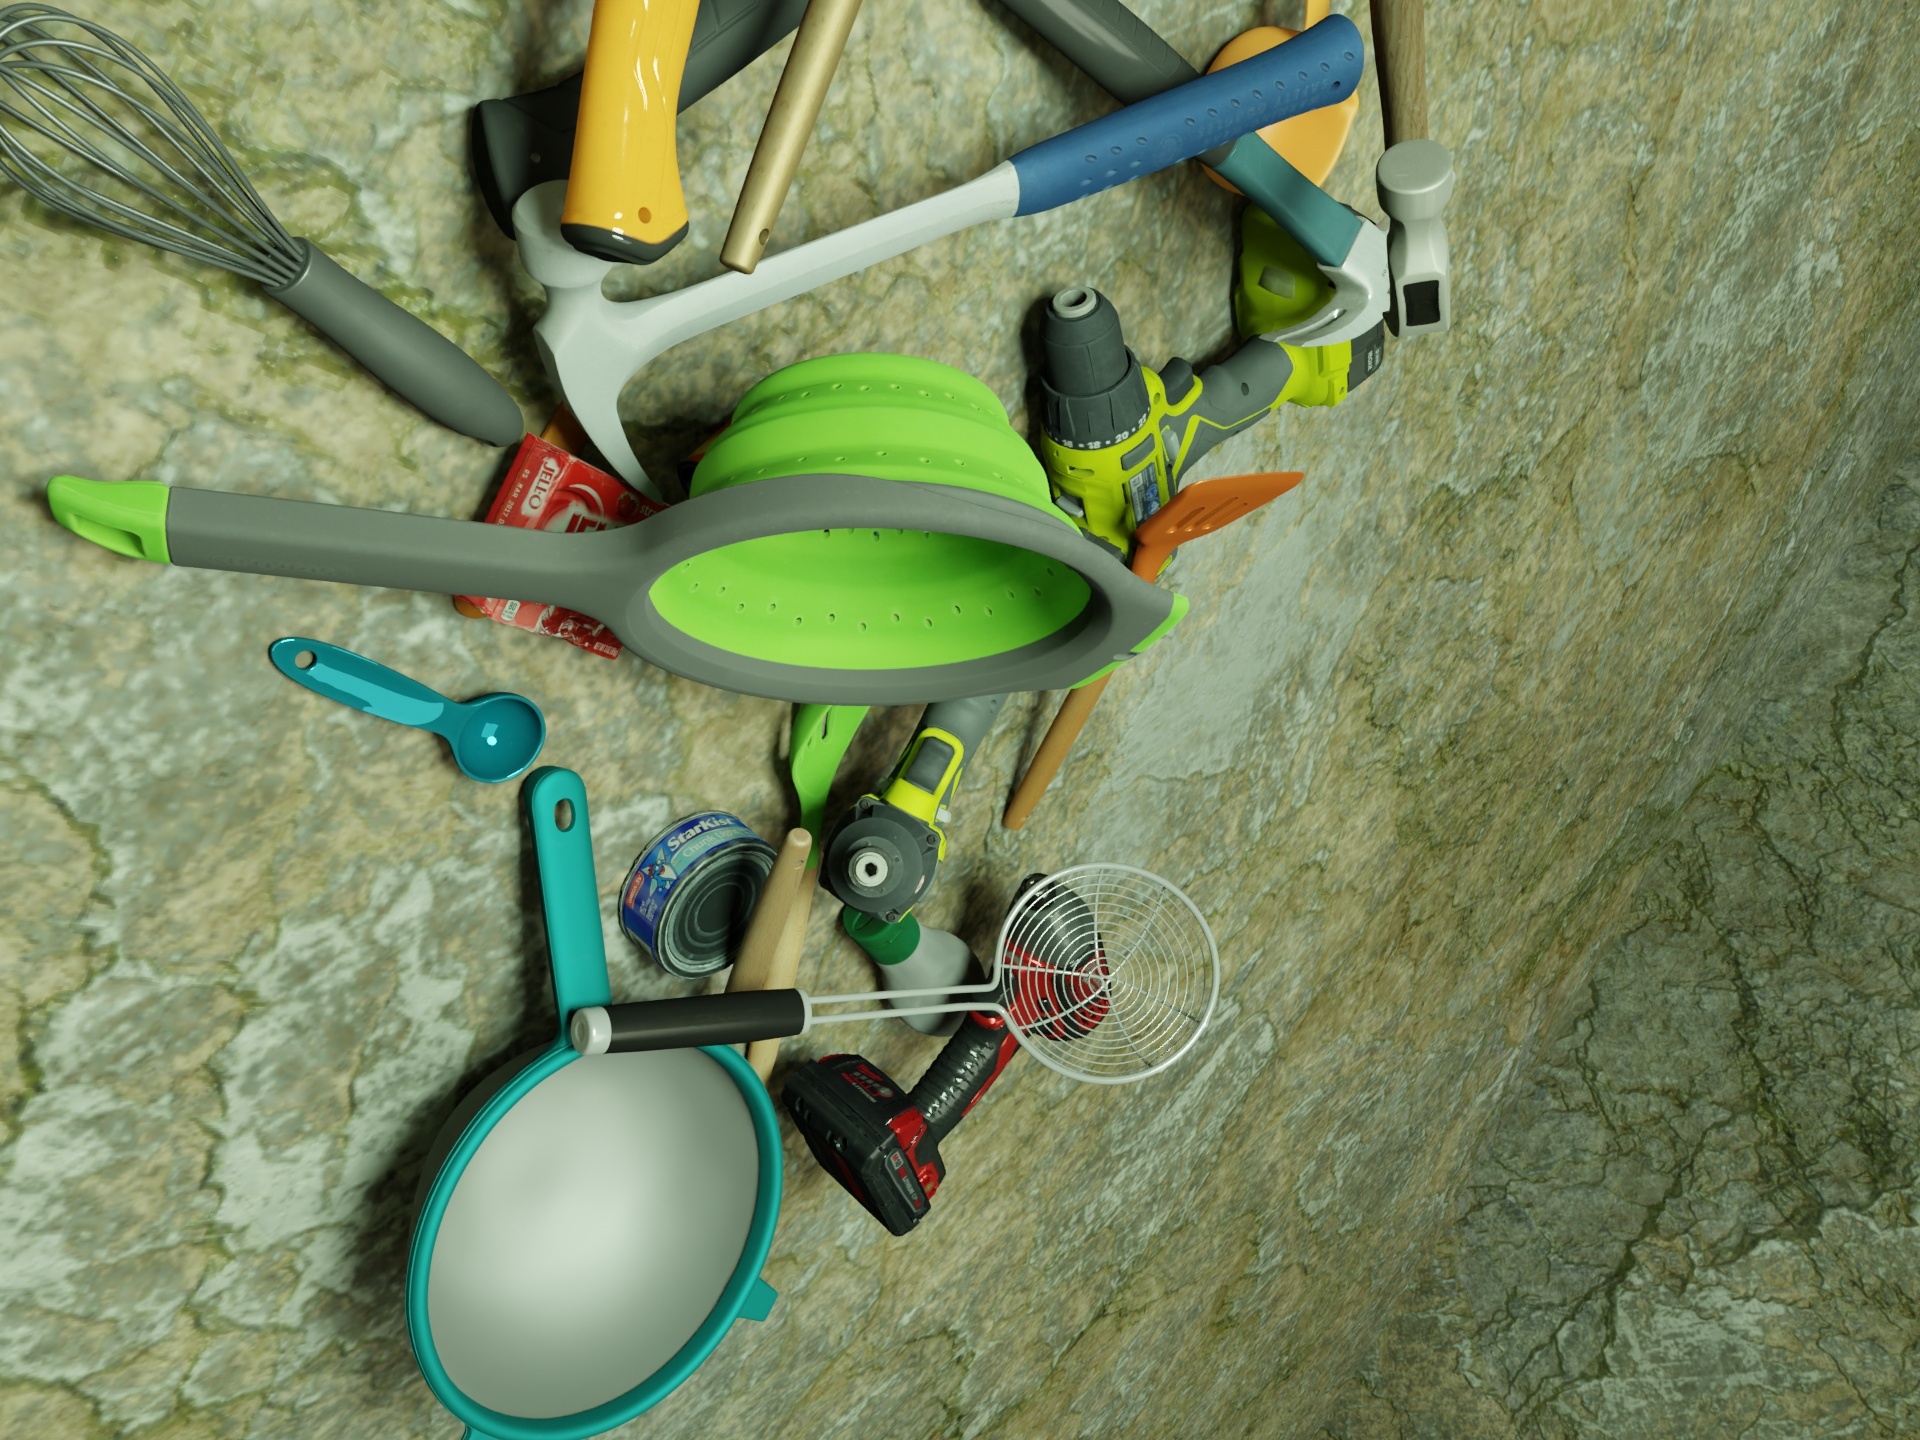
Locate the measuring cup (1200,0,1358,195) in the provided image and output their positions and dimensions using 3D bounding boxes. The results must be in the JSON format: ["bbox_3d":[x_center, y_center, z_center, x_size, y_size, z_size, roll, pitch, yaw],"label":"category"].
[{"bbox_3d":[0.165,-0.360,0.831,0.095,0.052,0.173,-31,135,-32],"label":"measuring cup"}]

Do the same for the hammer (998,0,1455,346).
[{"bbox_3d":[0.120,-0.290,0.773,0.330,0.033,0.128,23,95,-39],"label":"hammer"}]

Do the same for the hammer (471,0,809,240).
[{"bbox_3d":[-0.048,-0.292,0.615,0.335,0.035,0.146,-42,120,-14],"label":"hammer"}]

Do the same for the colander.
[{"bbox_3d":[-0.111,-0.086,0.595,0.397,0.204,0.095,5,72,-21],"label":"colander"}]

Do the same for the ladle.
[{"bbox_3d":[-0.033,-0.314,0.564,0.320,0.062,0.078,-69,160,3],"label":"ladle"}]

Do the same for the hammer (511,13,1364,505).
[{"bbox_3d":[0.010,-0.218,0.676,0.405,0.035,0.144,-28,150,-22],"label":"hammer"}]

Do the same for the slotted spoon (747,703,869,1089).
[{"bbox_3d":[-0.095,0.101,0.899,0.070,0.031,0.313,-36,146,-55],"label":"slotted spoon"}]

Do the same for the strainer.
[{"bbox_3d":[-0.203,0.183,0.796,0.211,0.095,0.340,-16,107,-42],"label":"strainer"}]

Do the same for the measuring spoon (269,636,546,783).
[{"bbox_3d":[-0.231,-0.010,0.664,0.128,0.021,0.042,29,93,-46],"label":"measuring spoon"}]

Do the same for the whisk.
[{"bbox_3d":[-0.227,-0.151,0.532,0.055,0.055,0.238,-56,150,-2],"label":"whisk"}]

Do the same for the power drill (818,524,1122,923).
[{"bbox_3d":[-0.001,-0.003,0.829,0.223,0.080,0.171,-63,178,0],"label":"power drill"}]

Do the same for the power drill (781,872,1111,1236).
[{"bbox_3d":[0.003,0.193,0.973,0.220,0.079,0.143,-41,142,-22],"label":"power drill"}]

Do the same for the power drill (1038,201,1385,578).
[{"bbox_3d":[0.136,-0.203,0.898,0.228,0.080,0.190,-40,142,-18],"label":"power drill"}]

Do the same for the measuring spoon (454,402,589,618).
[{"bbox_3d":[-0.176,-0.092,0.663,0.021,0.011,0.117,26,96,-55],"label":"measuring spoon"}]

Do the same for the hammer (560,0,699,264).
[{"bbox_3d":[-0.089,-0.318,0.508,0.127,0.034,0.337,3,100,-52],"label":"hammer"}]

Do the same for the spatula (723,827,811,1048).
[{"bbox_3d":[-0.118,0.169,0.868,0.082,0.044,0.317,-11,143,-31],"label":"spatula"}]

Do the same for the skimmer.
[{"bbox_3d":[-0.018,0.139,0.828,0.363,0.127,0.090,3,156,-40],"label":"skimmer"}]

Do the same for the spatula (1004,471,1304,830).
[{"bbox_3d":[0.090,-0.033,0.927,0.081,0.041,0.322,-10,143,-33],"label":"spatula"}]

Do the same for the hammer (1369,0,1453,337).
[{"bbox_3d":[0.212,-0.322,0.768,0.129,0.031,0.332,62,29,-56],"label":"hammer"}]
